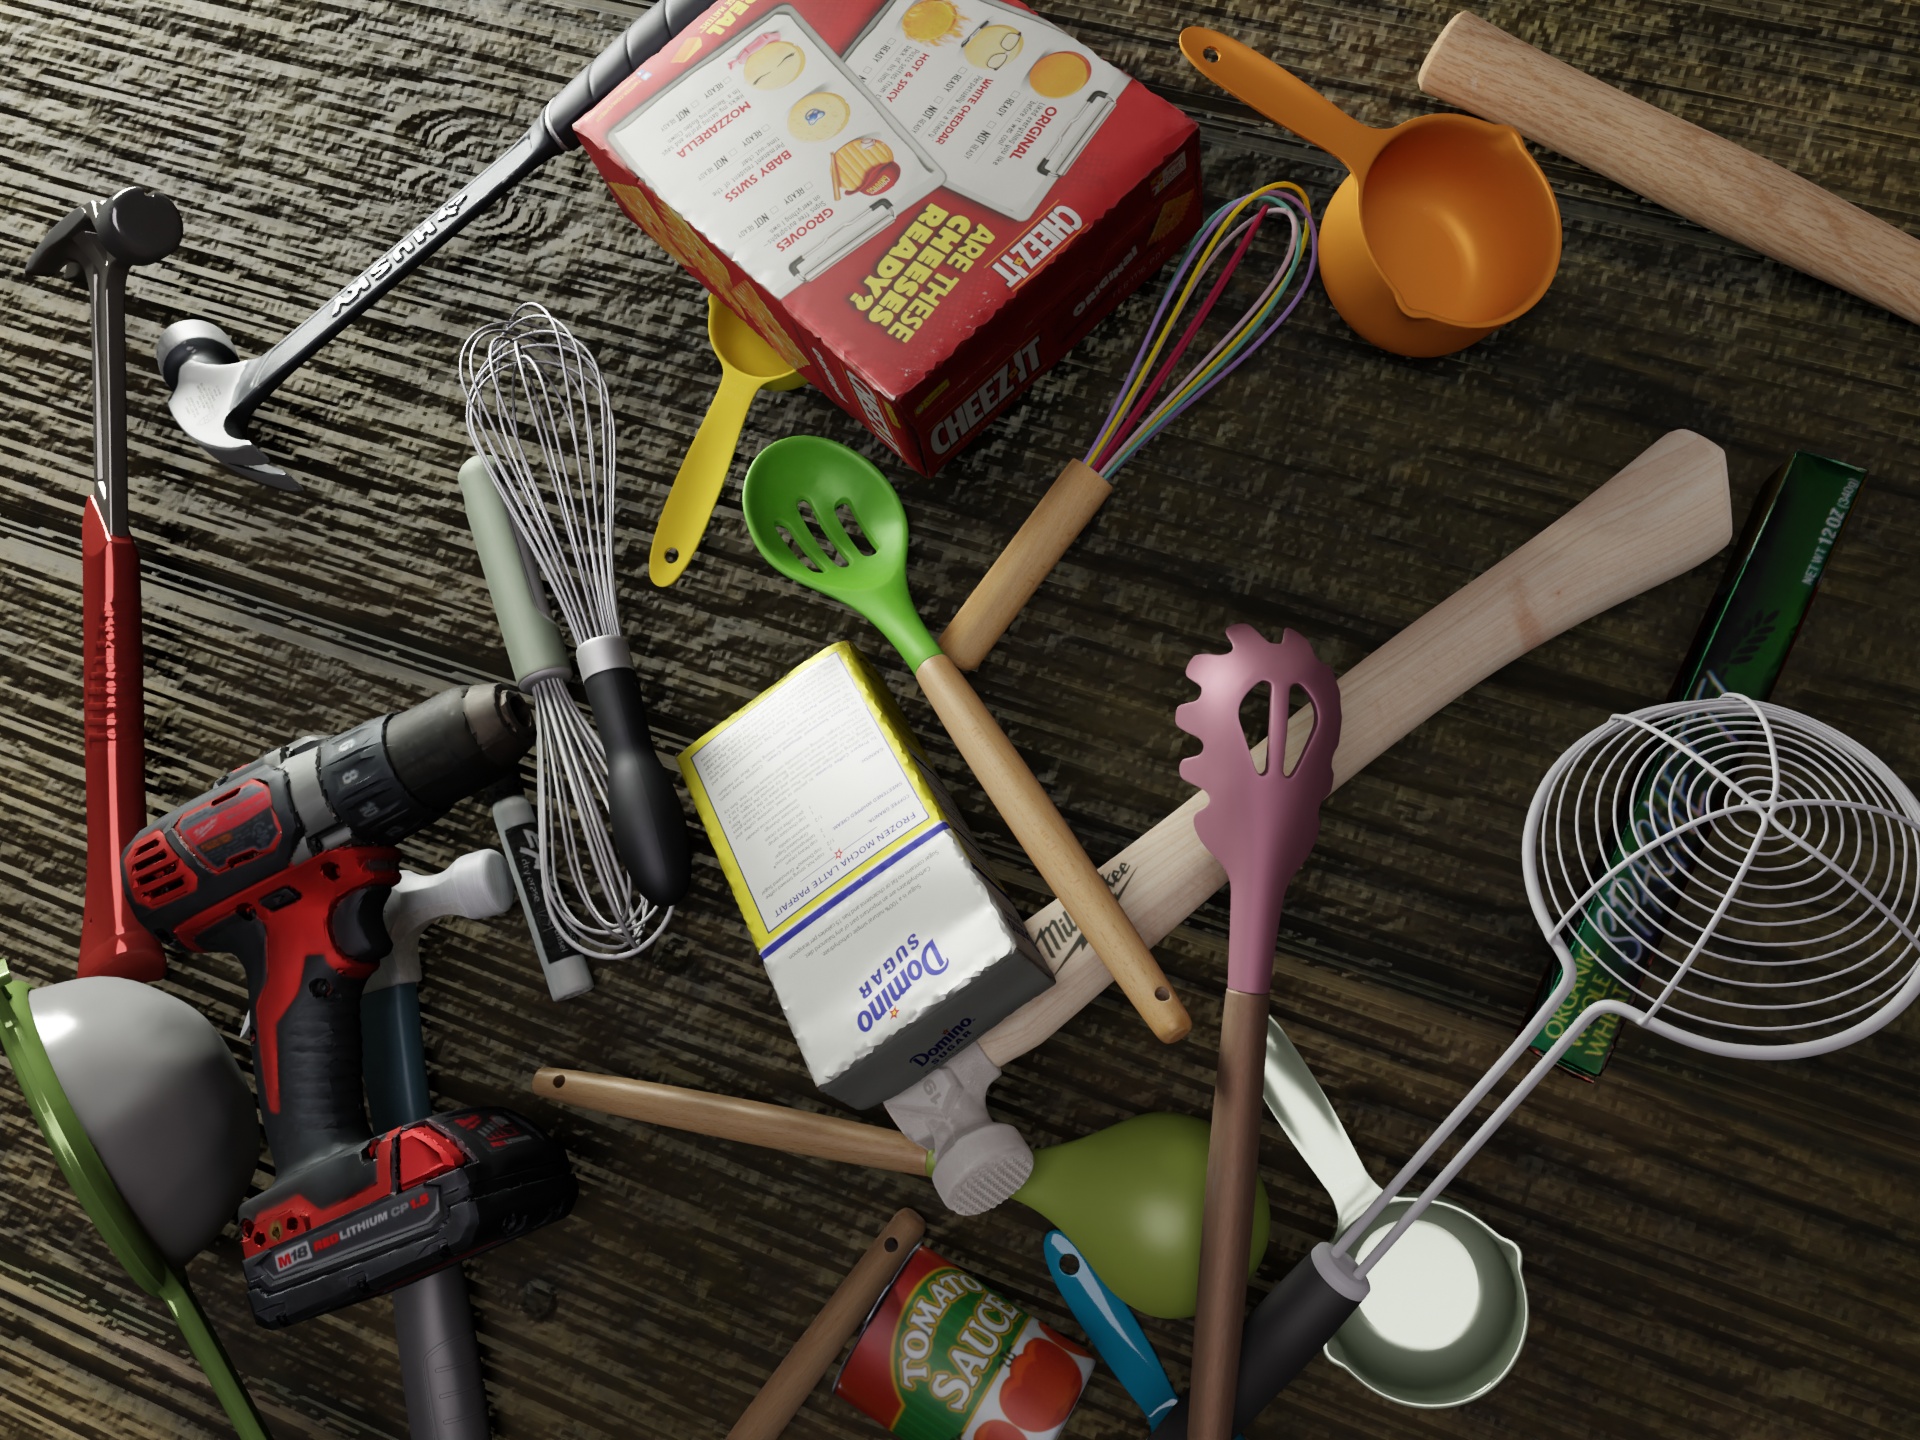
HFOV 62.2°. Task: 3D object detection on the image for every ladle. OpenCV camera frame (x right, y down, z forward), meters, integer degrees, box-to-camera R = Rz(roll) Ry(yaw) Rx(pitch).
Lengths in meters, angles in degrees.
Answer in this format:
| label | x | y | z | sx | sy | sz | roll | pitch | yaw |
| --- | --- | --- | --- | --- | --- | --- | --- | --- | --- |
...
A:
| label | x | y | z | sx | sy | sz | roll | pitch | yaw |
| --- | --- | --- | --- | --- | --- | --- | --- | --- | --- |
| ladle | -0.033 | 0.180 | 0.660 | 0.320 | 0.062 | 0.078 | 6 | 63 | 19 |

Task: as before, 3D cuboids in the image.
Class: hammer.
| label | x | y | z | sx | sy | sz | roll | pitch | yaw |
| --- | --- | --- | --- | --- | --- | --- | --- | --- | --- |
| hammer | -0.233 | 0.231 | 0.694 | 0.128 | 0.033 | 0.331 | -14 | 81 | 9 |
| hammer | 0.336 | -0.197 | 0.630 | 0.331 | 0.031 | 0.130 | 34 | 91 | 14 |
| hammer | -0.196 | -0.259 | 0.726 | 0.409 | 0.036 | 0.149 | -40 | 48 | 0 |
| hammer | -0.401 | -0.056 | 0.746 | 0.149 | 0.036 | 0.359 | -1 | 90 | 47 |
| hammer | 0.126 | 0.015 | 0.634 | 0.410 | 0.038 | 0.146 | -37 | 52 | 0 |

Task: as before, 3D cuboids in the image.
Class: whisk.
| label | x | y | z | sx | sy | sz | roll | pitch | yaw |
| --- | --- | --- | --- | --- | --- | --- | --- | --- | --- |
| whisk | -0.181 | -0.011 | 0.707 | 0.059 | 0.057 | 0.246 | -22 | 75 | 3 |
| whisk | -0.161 | -0.055 | 0.687 | 0.070 | 0.070 | 0.285 | -21 | 74 | 8 |
| whisk | 0.067 | -0.124 | 0.672 | 0.051 | 0.047 | 0.245 | 38 | 95 | 12 |

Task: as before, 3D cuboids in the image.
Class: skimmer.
| label | x | y | z | sx | sy | sz | roll | pitch | yaw |
| --- | --- | --- | --- | --- | --- | --- | --- | --- | --- |
| skimmer | 0.184 | 0.149 | 0.563 | 0.127 | 0.090 | 0.363 | 46 | 116 | 30 |

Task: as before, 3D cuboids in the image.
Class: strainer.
| label | x | y | z | sx | sy | sz | roll | pitch | yaw |
| --- | --- | --- | --- | --- | --- | --- | --- | --- | --- |
| strainer | -0.318 | 0.208 | 0.678 | 0.069 | 0.151 | 0.256 | -30 | 79 | -25 |

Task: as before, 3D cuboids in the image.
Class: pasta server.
| label | x | y | z | sx | sy | sz | roll | pitch | yaw |
| --- | --- | --- | --- | --- | --- | --- | --- | --- | --- |
| pasta server | 0.099 | 0.122 | 0.570 | 0.060 | 0.040 | 0.316 | 5 | 90 | -1 |

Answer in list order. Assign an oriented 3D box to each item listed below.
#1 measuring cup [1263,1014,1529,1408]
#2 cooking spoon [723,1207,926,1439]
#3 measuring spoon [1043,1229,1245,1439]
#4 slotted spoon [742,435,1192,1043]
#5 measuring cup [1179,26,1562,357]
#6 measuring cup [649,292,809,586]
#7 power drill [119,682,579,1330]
| label | x | y | z | sx | sy | sz | roll | pitch | yaw |
| --- | --- | --- | --- | --- | --- | --- | --- | --- | --- |
| measuring cup | 0.153 | 0.181 | 0.620 | 0.083 | 0.038 | 0.168 | -33 | 76 | 6 |
| cooking spoon | -0.113 | 0.334 | 0.664 | 0.069 | 0.017 | 0.319 | 37 | 91 | 18 |
| measuring spoon | 0.070 | 0.261 | 0.633 | 0.042 | 0.021 | 0.129 | -35 | 80 | 5 |
| slotted spoon | -0.001 | -0.002 | 0.635 | 0.070 | 0.031 | 0.314 | -21 | 58 | -23 |
| measuring cup | 0.153 | -0.213 | 0.635 | 0.173 | 0.052 | 0.095 | 32 | 77 | -5 |
| measuring cup | -0.101 | -0.131 | 0.716 | 0.062 | 0.029 | 0.156 | 23 | 91 | 13 |
| power drill | -0.233 | 0.107 | 0.652 | 0.188 | 0.080 | 0.227 | -25 | 76 | 11 |
